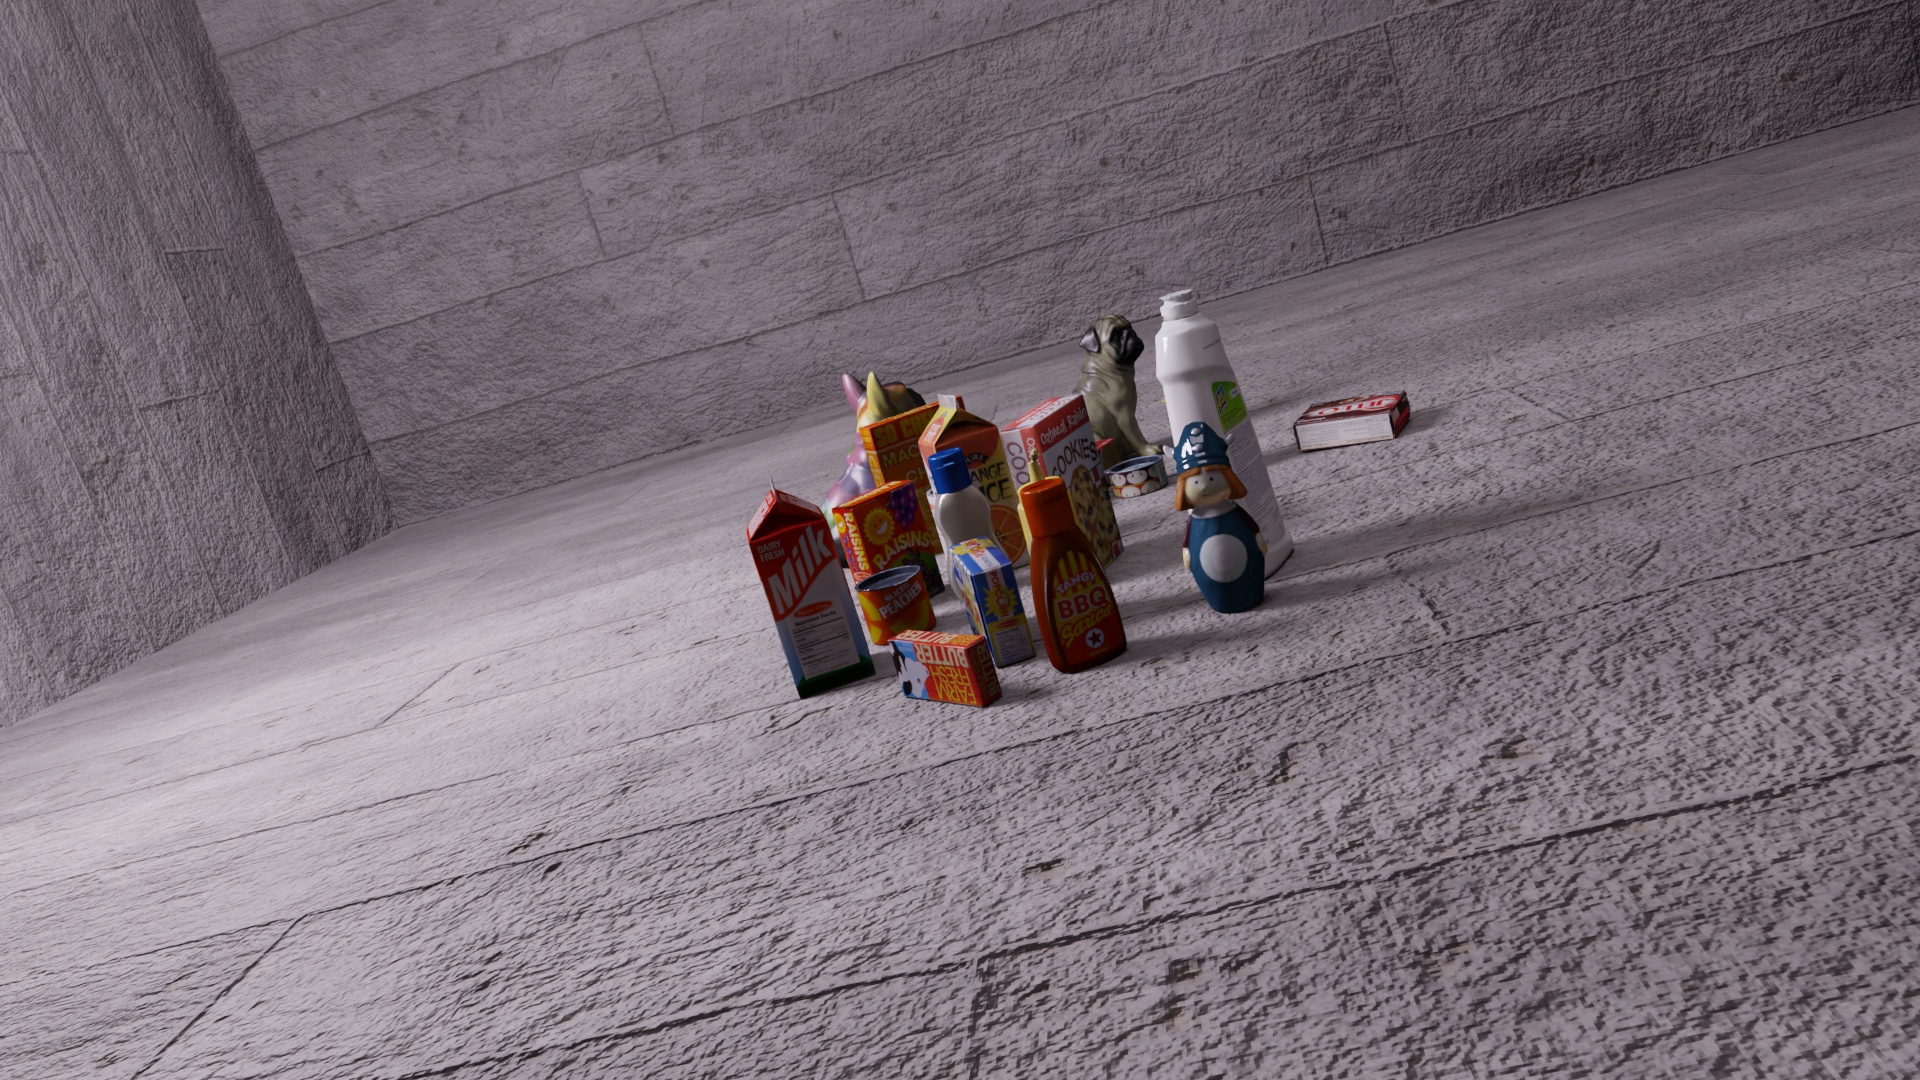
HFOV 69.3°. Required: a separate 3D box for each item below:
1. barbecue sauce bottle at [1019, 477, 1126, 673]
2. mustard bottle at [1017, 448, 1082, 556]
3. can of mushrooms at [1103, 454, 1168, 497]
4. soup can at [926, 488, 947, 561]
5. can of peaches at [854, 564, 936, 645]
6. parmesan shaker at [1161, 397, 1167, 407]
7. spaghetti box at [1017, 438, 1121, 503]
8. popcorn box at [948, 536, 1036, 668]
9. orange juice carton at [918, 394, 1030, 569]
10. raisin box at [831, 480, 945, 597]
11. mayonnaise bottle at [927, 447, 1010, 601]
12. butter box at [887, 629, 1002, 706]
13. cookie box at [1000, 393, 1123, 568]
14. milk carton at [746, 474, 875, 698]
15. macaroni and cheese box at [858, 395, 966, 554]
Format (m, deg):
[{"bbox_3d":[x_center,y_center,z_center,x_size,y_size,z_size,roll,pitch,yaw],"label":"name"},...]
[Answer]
[{"bbox_3d":[0.083,0.026,1.094,0.065,0.148,0.043,-20,13,-16],"label":"barbecue sauce bottle"},{"bbox_3d":[0.080,-0.003,1.193,0.049,0.160,0.065,-15,12,9],"label":"mustard bottle"},{"bbox_3d":[0.207,-0.075,1.631,0.071,0.033,0.071,-16,13,4],"label":"can of mushrooms"},{"bbox_3d":[0.008,-0.023,1.548,0.071,0.083,0.071,-16,12,4],"label":"soup can"},{"bbox_3d":[-0.061,0.062,1.328,0.071,0.058,0.071,-16,12,4],"label":"can of peaches"},{"bbox_3d":[0.274,-0.120,1.581,0.071,0.103,0.071,-16,12,4],"label":"parmesan shaker"},{"bbox_3d":[0.129,-0.062,1.638,0.028,0.050,0.251,-9,15,33],"label":"spaghetti box"},{"bbox_3d":[0.026,0.051,1.203,0.038,0.085,0.127,-18,13,-6],"label":"popcorn box"},{"bbox_3d":[0.011,-0.061,1.456,0.073,0.192,0.072,-19,12,-11],"label":"orange juice carton"},{"bbox_3d":[-0.073,0.009,1.420,0.086,0.123,0.040,-26,15,-37],"label":"raisin box"},{"bbox_3d":[0.005,-0.017,1.379,0.065,0.147,0.041,-18,12,-5],"label":"mayonnaise bottle"},{"bbox_3d":[-0.013,0.101,1.110,0.024,0.053,0.103,-26,16,-37],"label":"butter box"},{"bbox_3d":[0.100,-0.046,1.338,0.040,0.167,0.123,-10,14,30],"label":"cookie box"},{"bbox_3d":[-0.141,0.035,1.242,0.073,0.190,0.072,-18,12,-7],"label":"milk carton"},{"bbox_3d":[-0.036,-0.071,1.620,0.124,0.166,0.040,-21,13,-20],"label":"macaroni and cheese box"}]
